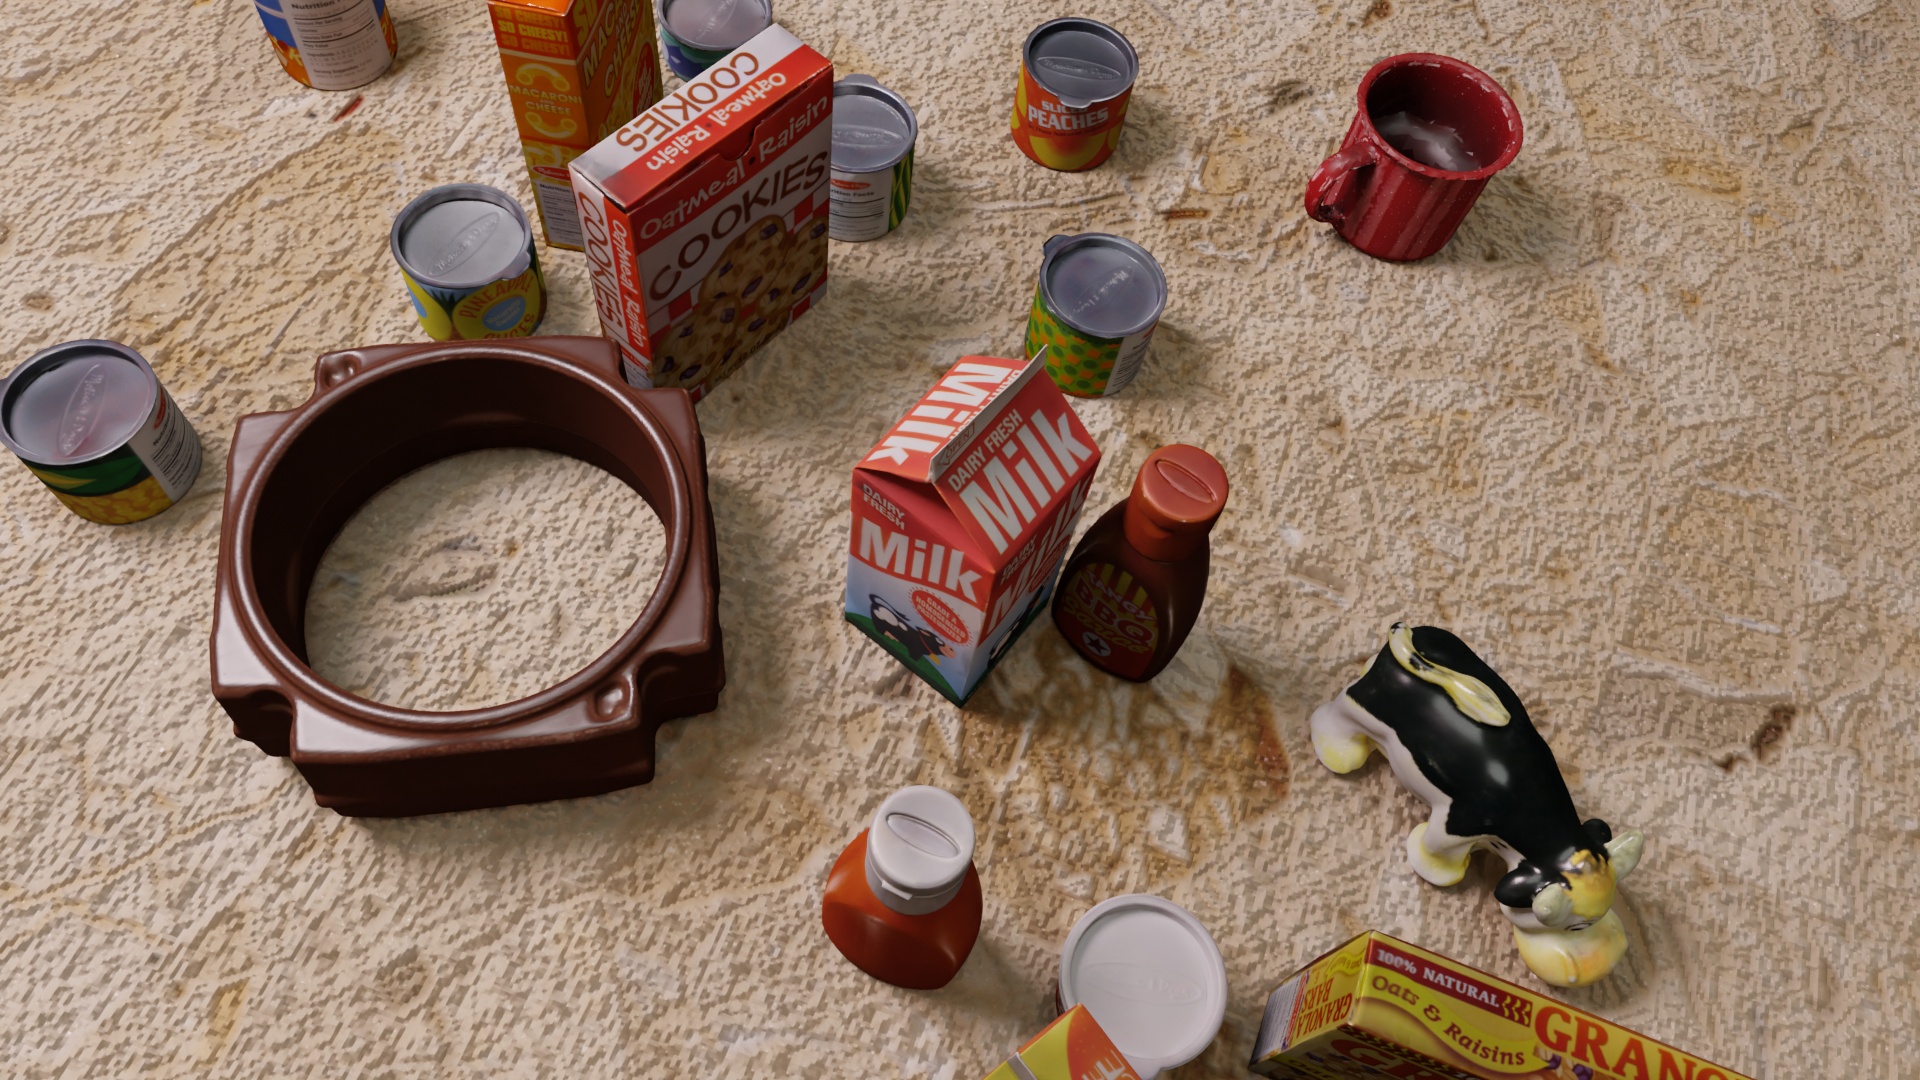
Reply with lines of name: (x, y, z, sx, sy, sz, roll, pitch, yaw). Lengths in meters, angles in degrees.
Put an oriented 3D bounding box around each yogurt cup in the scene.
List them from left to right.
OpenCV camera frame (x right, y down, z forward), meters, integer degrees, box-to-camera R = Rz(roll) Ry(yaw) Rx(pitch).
yogurt cup: (0.070, 0.184, 0.569, 0.072, 0.053, 0.073, 3, 62, -5)

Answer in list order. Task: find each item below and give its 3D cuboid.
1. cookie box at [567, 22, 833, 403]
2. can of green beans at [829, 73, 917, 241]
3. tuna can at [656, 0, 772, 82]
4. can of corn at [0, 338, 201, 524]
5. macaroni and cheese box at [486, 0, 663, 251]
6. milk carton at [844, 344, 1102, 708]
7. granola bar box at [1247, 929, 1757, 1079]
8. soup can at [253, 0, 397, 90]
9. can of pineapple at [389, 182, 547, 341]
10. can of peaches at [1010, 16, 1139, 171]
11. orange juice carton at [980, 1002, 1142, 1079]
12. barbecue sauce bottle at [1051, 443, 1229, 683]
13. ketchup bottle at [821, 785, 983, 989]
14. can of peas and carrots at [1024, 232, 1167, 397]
cookie box: (-0.115, -0.143, 0.657, 0.040, 0.166, 0.123, 39, 65, 13)
can of green beans: (-0.058, -0.207, 0.760, 0.071, 0.057, 0.071, 3, 62, -5)
tuna can: (-0.145, -0.300, 0.814, 0.071, 0.032, 0.071, 3, 62, -5)
can of corn: (-0.394, -0.049, 0.635, 0.071, 0.058, 0.071, 3, 62, -5)
macaroni and cheese box: (-0.189, -0.247, 0.704, 0.040, 0.165, 0.124, 9, 62, -2)
milk carton: (0.002, -0.007, 0.586, 0.073, 0.189, 0.072, 37, 64, 12)
granola bar box: (0.210, 0.208, 0.534, 0.166, 0.123, 0.039, 21, 62, 4)
soup can: (-0.353, -0.302, 0.761, 0.071, 0.083, 0.071, 3, 62, -5)
can of pineapple: (-0.245, -0.135, 0.699, 0.071, 0.057, 0.071, 3, 62, -5)
can of peaches: (0.064, -0.255, 0.800, 0.071, 0.057, 0.071, 3, 62, -5)
orange juice carton: (0.027, 0.215, 0.469, 0.073, 0.191, 0.072, -33, 71, -21)
barbecue sauce bottle: (0.081, 0.010, 0.610, 0.065, 0.147, 0.044, 37, 64, 12)
ketchup bottle: (-0.020, 0.134, 0.531, 0.065, 0.148, 0.044, 25, 62, 7)
can of peas and carrots: (0.068, -0.119, 0.728, 0.071, 0.058, 0.071, 3, 62, -5)
